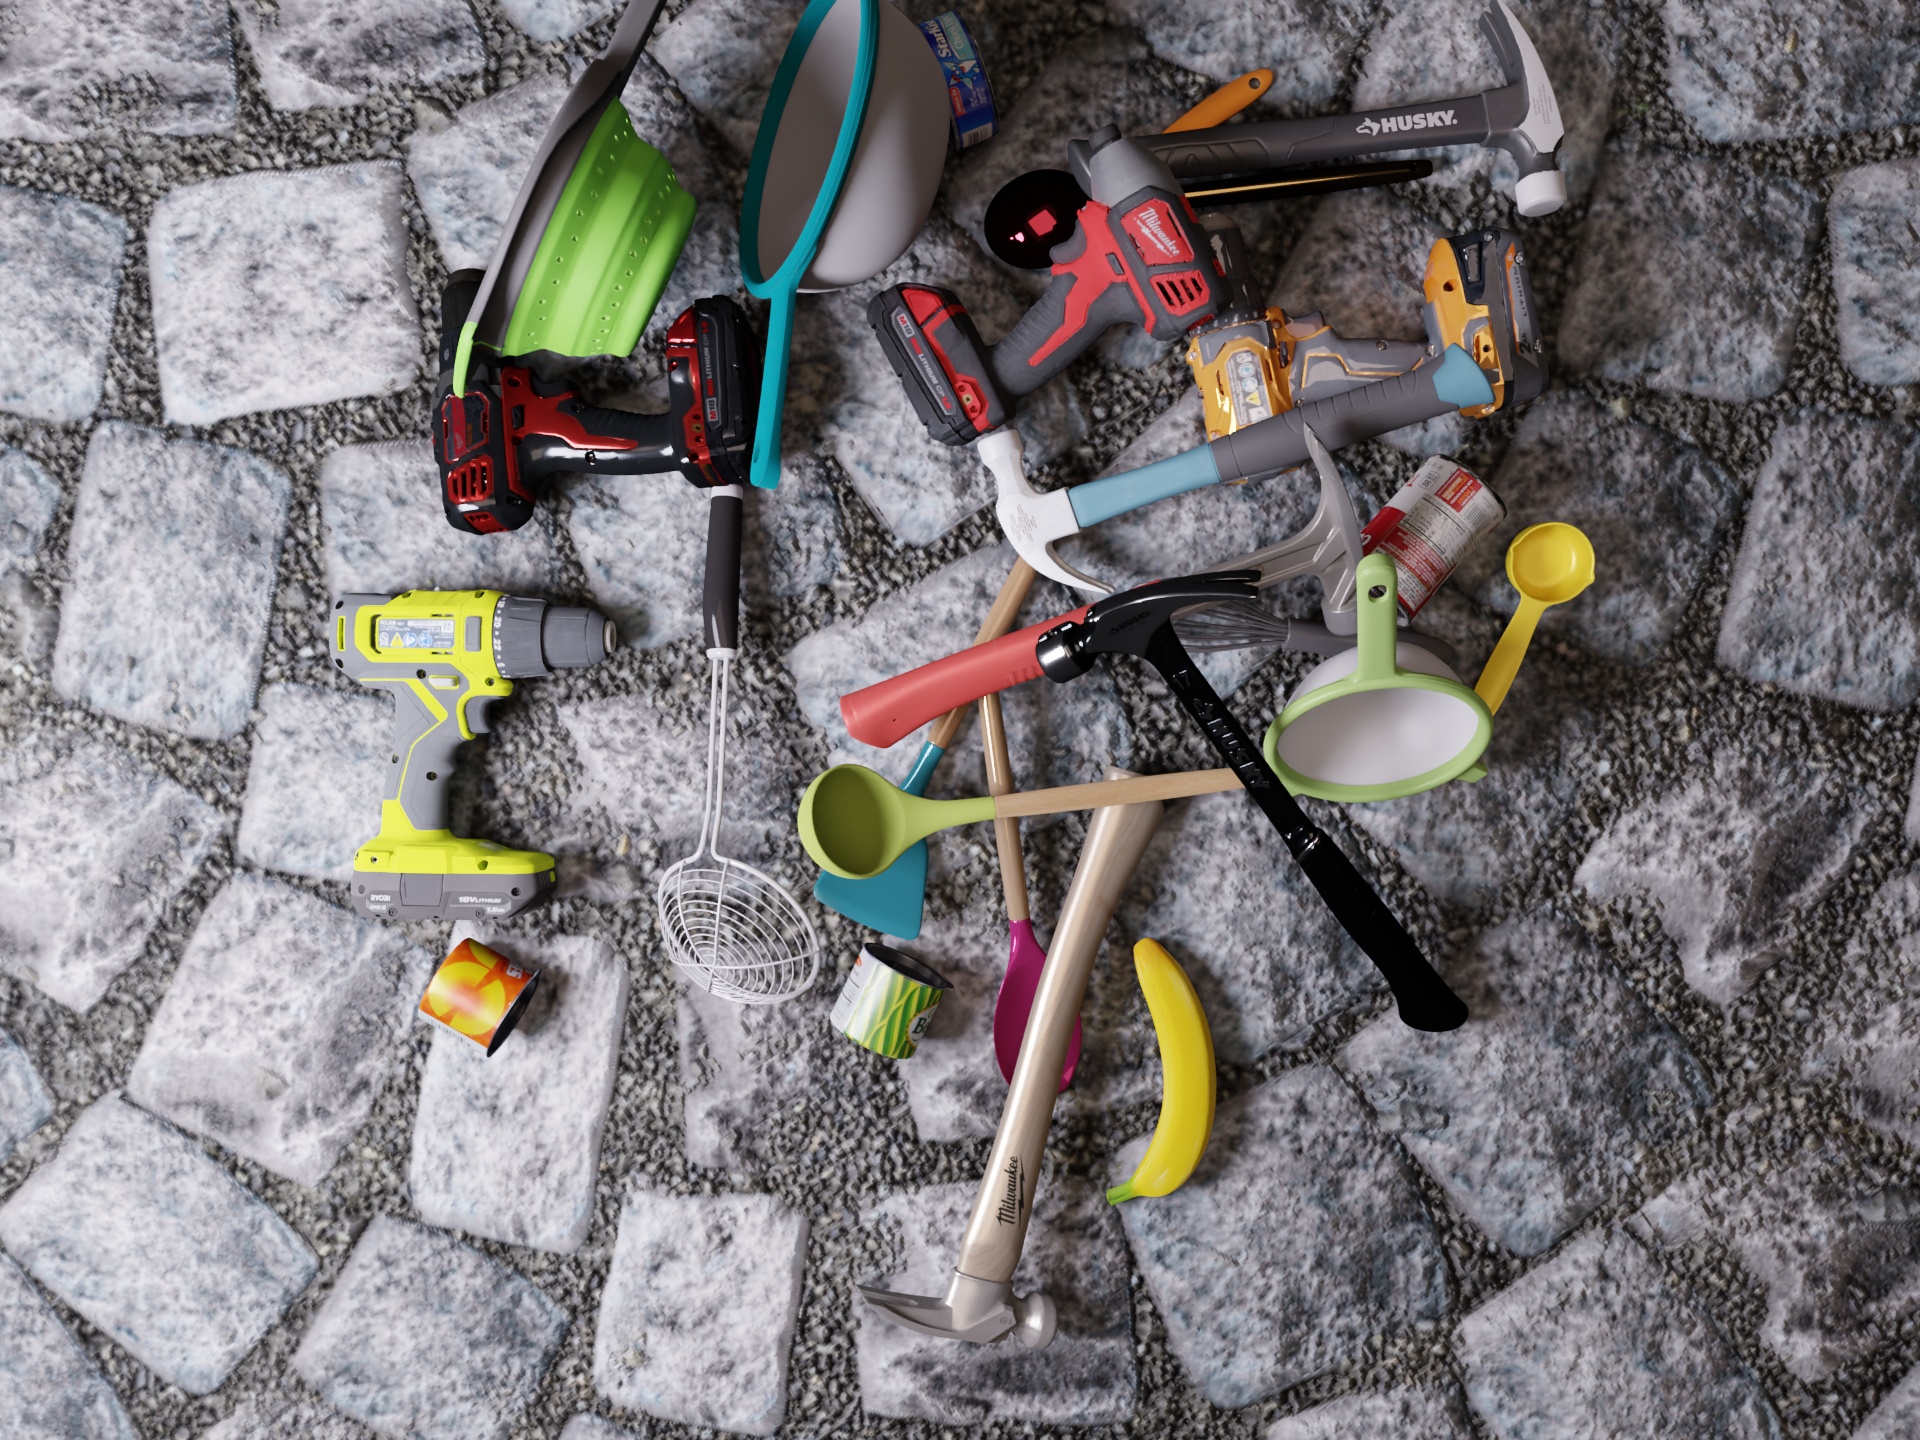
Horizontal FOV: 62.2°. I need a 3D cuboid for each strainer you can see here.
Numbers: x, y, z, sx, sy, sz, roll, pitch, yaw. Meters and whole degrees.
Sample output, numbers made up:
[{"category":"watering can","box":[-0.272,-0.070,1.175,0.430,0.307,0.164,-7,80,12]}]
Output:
[{"category":"strainer","box":[-0.072,-0.305,1.025,0.095,0.211,0.340,11,79,-26]},{"category":"strainer","box":[0.269,-0.039,1.043,0.151,0.256,0.069,-6,54,10]}]

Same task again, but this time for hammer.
[{"category":"hammer","box":[0.225,0.066,1.054,0.149,0.036,0.408,-26,115,32]},{"category":"hammer","box":[0.088,-0.068,1.052,0.359,0.037,0.149,-20,122,7]},{"category":"hammer","box":[0.240,-0.402,1.087,0.334,0.035,0.146,-7,86,-2]},{"category":"hammer","box":[0.051,0.229,1.110,0.146,0.038,0.410,17,88,-21]},{"category":"hammer","box":[0.182,-0.178,1.056,0.331,0.033,0.128,-17,96,17]}]

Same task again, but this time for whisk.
[{"category":"whisk","box":[0.230,-0.064,1.113,0.239,0.055,0.055,8,93,-4]}]

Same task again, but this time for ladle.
[{"category":"ladle","box":[0.050,0.054,1.074,0.320,0.062,0.078,-7,80,-3]},{"category":"ladle","box":[0.173,-0.366,1.112,0.315,0.031,0.069,-7,90,0]}]

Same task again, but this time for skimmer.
[{"category":"skimmer","box":[-0.155,0.018,1.127,0.127,0.090,0.363,-4,80,29]}]

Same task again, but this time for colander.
[{"category":"colander","box":[-0.200,-0.371,1.020,0.094,0.204,0.397,24,74,-15]}]

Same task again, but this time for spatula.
[{"category":"spatula","box":[-0.002,-0.004,1.121,0.082,0.044,0.317,26,91,-12]}]

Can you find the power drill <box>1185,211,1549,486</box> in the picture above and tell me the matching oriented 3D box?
[{"category":"power drill","box":[0.266,-0.273,1.089,0.226,0.084,0.185,-13,92,6]}]

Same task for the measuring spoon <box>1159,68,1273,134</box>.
[{"category":"measuring spoon","box":[0.169,-0.423,1.115,0.117,0.011,0.021,-32,92,2]}]

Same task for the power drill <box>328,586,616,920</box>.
[{"category":"power drill","box":[-0.339,0.021,1.113,0.190,0.080,0.228,1,90,1]}]

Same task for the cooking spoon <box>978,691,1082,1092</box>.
[{"category":"cooking spoon","box":[0.038,0.114,1.123,0.068,0.017,0.319,-11,98,-20]}]

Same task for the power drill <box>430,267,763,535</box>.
[{"category":"power drill","box":[-0.254,-0.233,1.096,0.226,0.080,0.188,-8,79,4]}]

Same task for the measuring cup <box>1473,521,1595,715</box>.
[{"category":"measuring cup","box":[0.393,-0.067,1.125,0.062,0.029,0.156,22,104,0]}]

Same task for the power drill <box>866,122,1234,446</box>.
[{"category":"power drill","box":[0.056,-0.288,1.063,0.219,0.078,0.143,-27,96,15]}]
